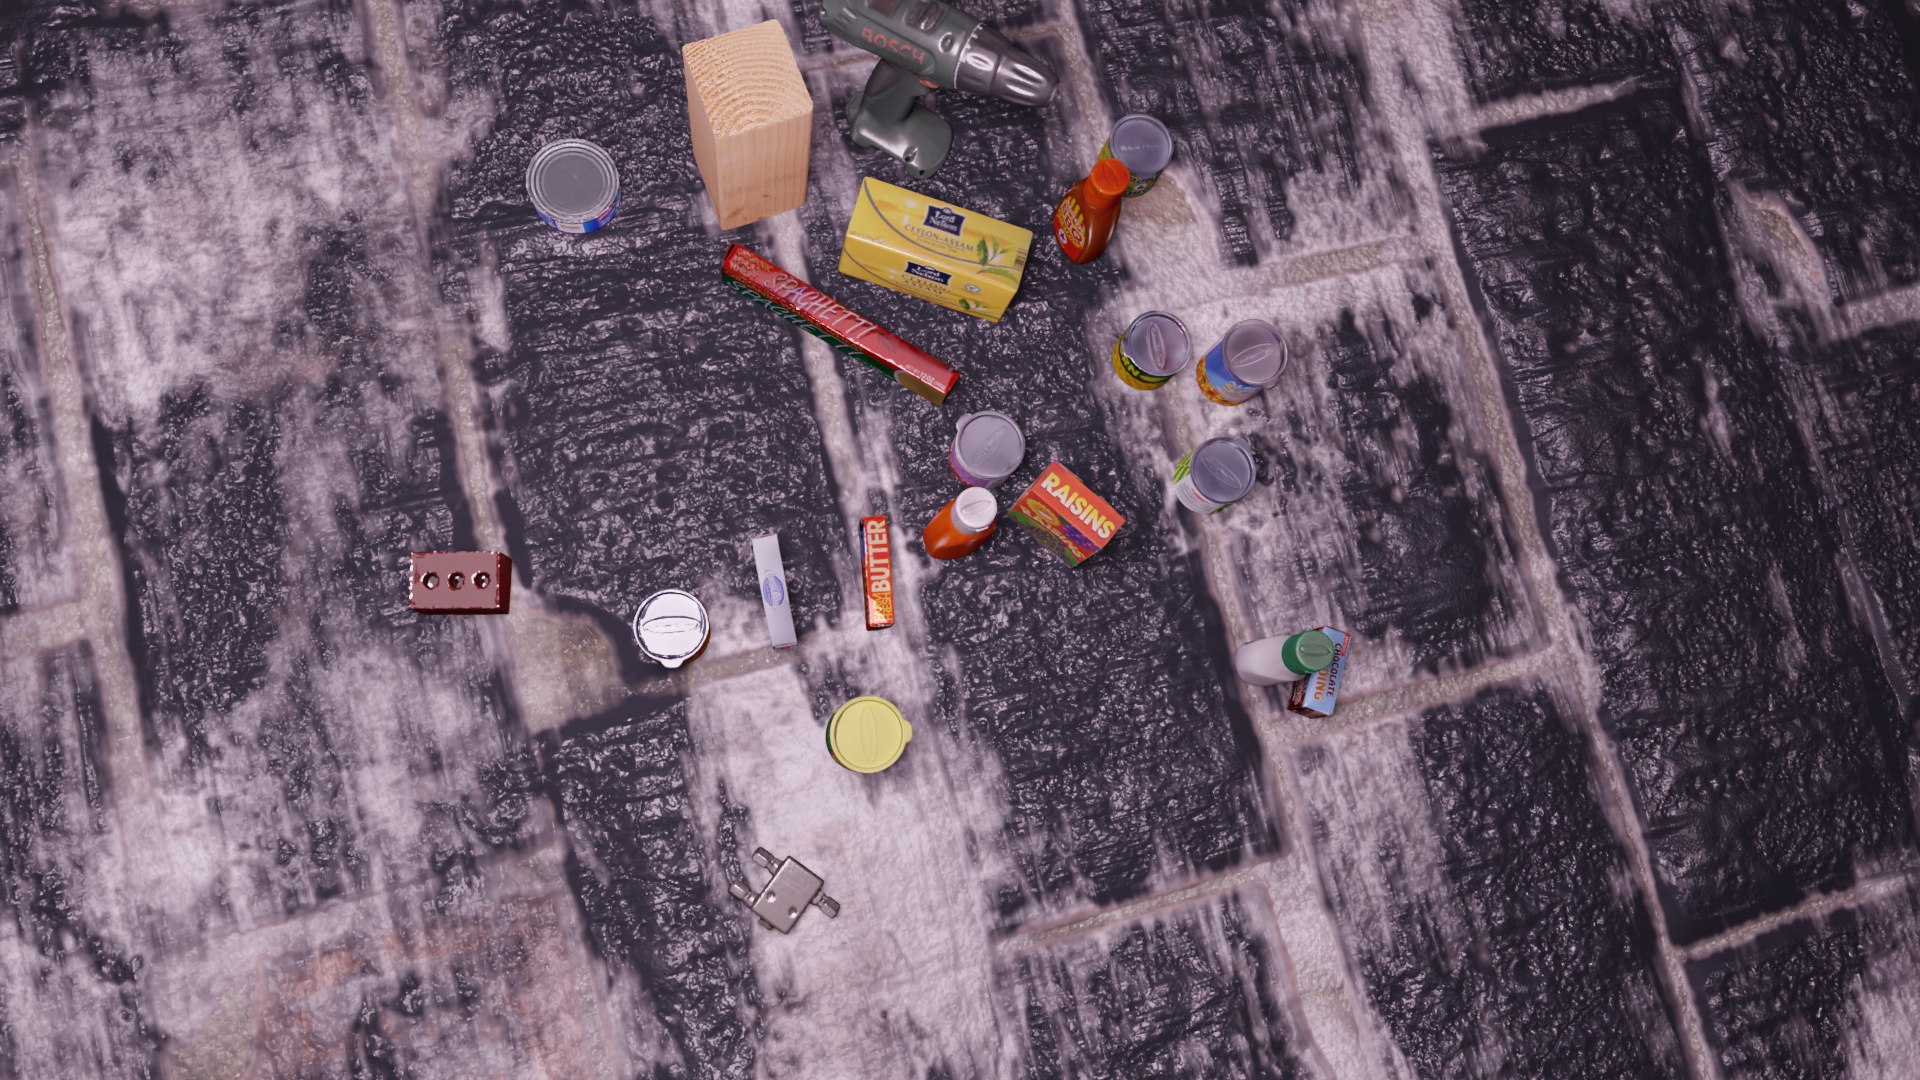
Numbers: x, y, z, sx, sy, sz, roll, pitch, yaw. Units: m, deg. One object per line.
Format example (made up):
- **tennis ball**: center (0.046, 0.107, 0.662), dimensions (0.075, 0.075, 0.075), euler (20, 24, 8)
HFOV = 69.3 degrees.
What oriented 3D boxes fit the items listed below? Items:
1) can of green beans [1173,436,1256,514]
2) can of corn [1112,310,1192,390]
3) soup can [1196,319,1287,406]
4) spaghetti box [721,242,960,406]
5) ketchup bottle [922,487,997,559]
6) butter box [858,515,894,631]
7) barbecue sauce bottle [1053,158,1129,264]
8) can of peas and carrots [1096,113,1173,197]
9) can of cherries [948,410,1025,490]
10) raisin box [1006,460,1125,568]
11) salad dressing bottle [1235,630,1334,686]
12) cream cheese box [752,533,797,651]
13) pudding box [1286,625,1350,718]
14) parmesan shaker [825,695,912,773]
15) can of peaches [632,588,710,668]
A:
- **can of green beans**: center (0.247, -0.062, 1.357), dimensions (0.071, 0.057, 0.071), euler (1, 80, -8)
- **can of corn**: center (0.185, -0.186, 1.370), dimensions (0.071, 0.058, 0.071), euler (1, 80, -8)
- **soup can**: center (0.276, -0.171, 1.367), dimensions (0.071, 0.083, 0.071), euler (1, 80, -8)
- **spaghetti box**: center (-0.117, -0.206, 1.334), dimensions (0.250, 0.050, 0.029), euler (30, 78, -2)
- **ketchup bottle**: center (0.005, -0.016, 1.267), dimensions (0.065, 0.148, 0.043), euler (-18, 84, -11)
- **butter box**: center (-0.079, 0.031, 1.295), dimensions (0.024, 0.053, 0.103), euler (-4, 81, -9)
- **barbecue sauce bottle**: center (0.128, -0.321, 1.340), dimensions (0.044, 0.148, 0.065), euler (-24, 84, -11)
- **can of peas and carrots**: center (0.176, -0.386, 1.404), dimensions (0.071, 0.058, 0.071), euler (1, 80, -8)
- **can of cherries**: center (0.023, -0.087, 1.328), dimensions (0.071, 0.058, 0.071), euler (1, 80, -8)
- **raisin box**: center (0.097, -0.022, 1.294), dimensions (0.086, 0.123, 0.040), euler (41, 78, 0)
- **salad dressing bottle**: center (0.302, 0.109, 1.288), dimensions (0.064, 0.147, 0.044), euler (6, 80, -7)
- **cream cheese box**: center (-0.171, 0.049, 1.278), dimensions (0.024, 0.053, 0.104), euler (-11, 82, -10)
- **pudding box**: center (0.346, 0.128, 1.341), dimensions (0.030, 0.049, 0.084), euler (19, 78, -5)
- **parmesan shaker**: center (-0.083, 0.175, 1.243), dimensions (0.071, 0.103, 0.071), euler (1, 80, -8)
- **can of peaches**: center (-0.260, 0.082, 1.257), dimensions (0.071, 0.058, 0.071), euler (1, 80, -8)
